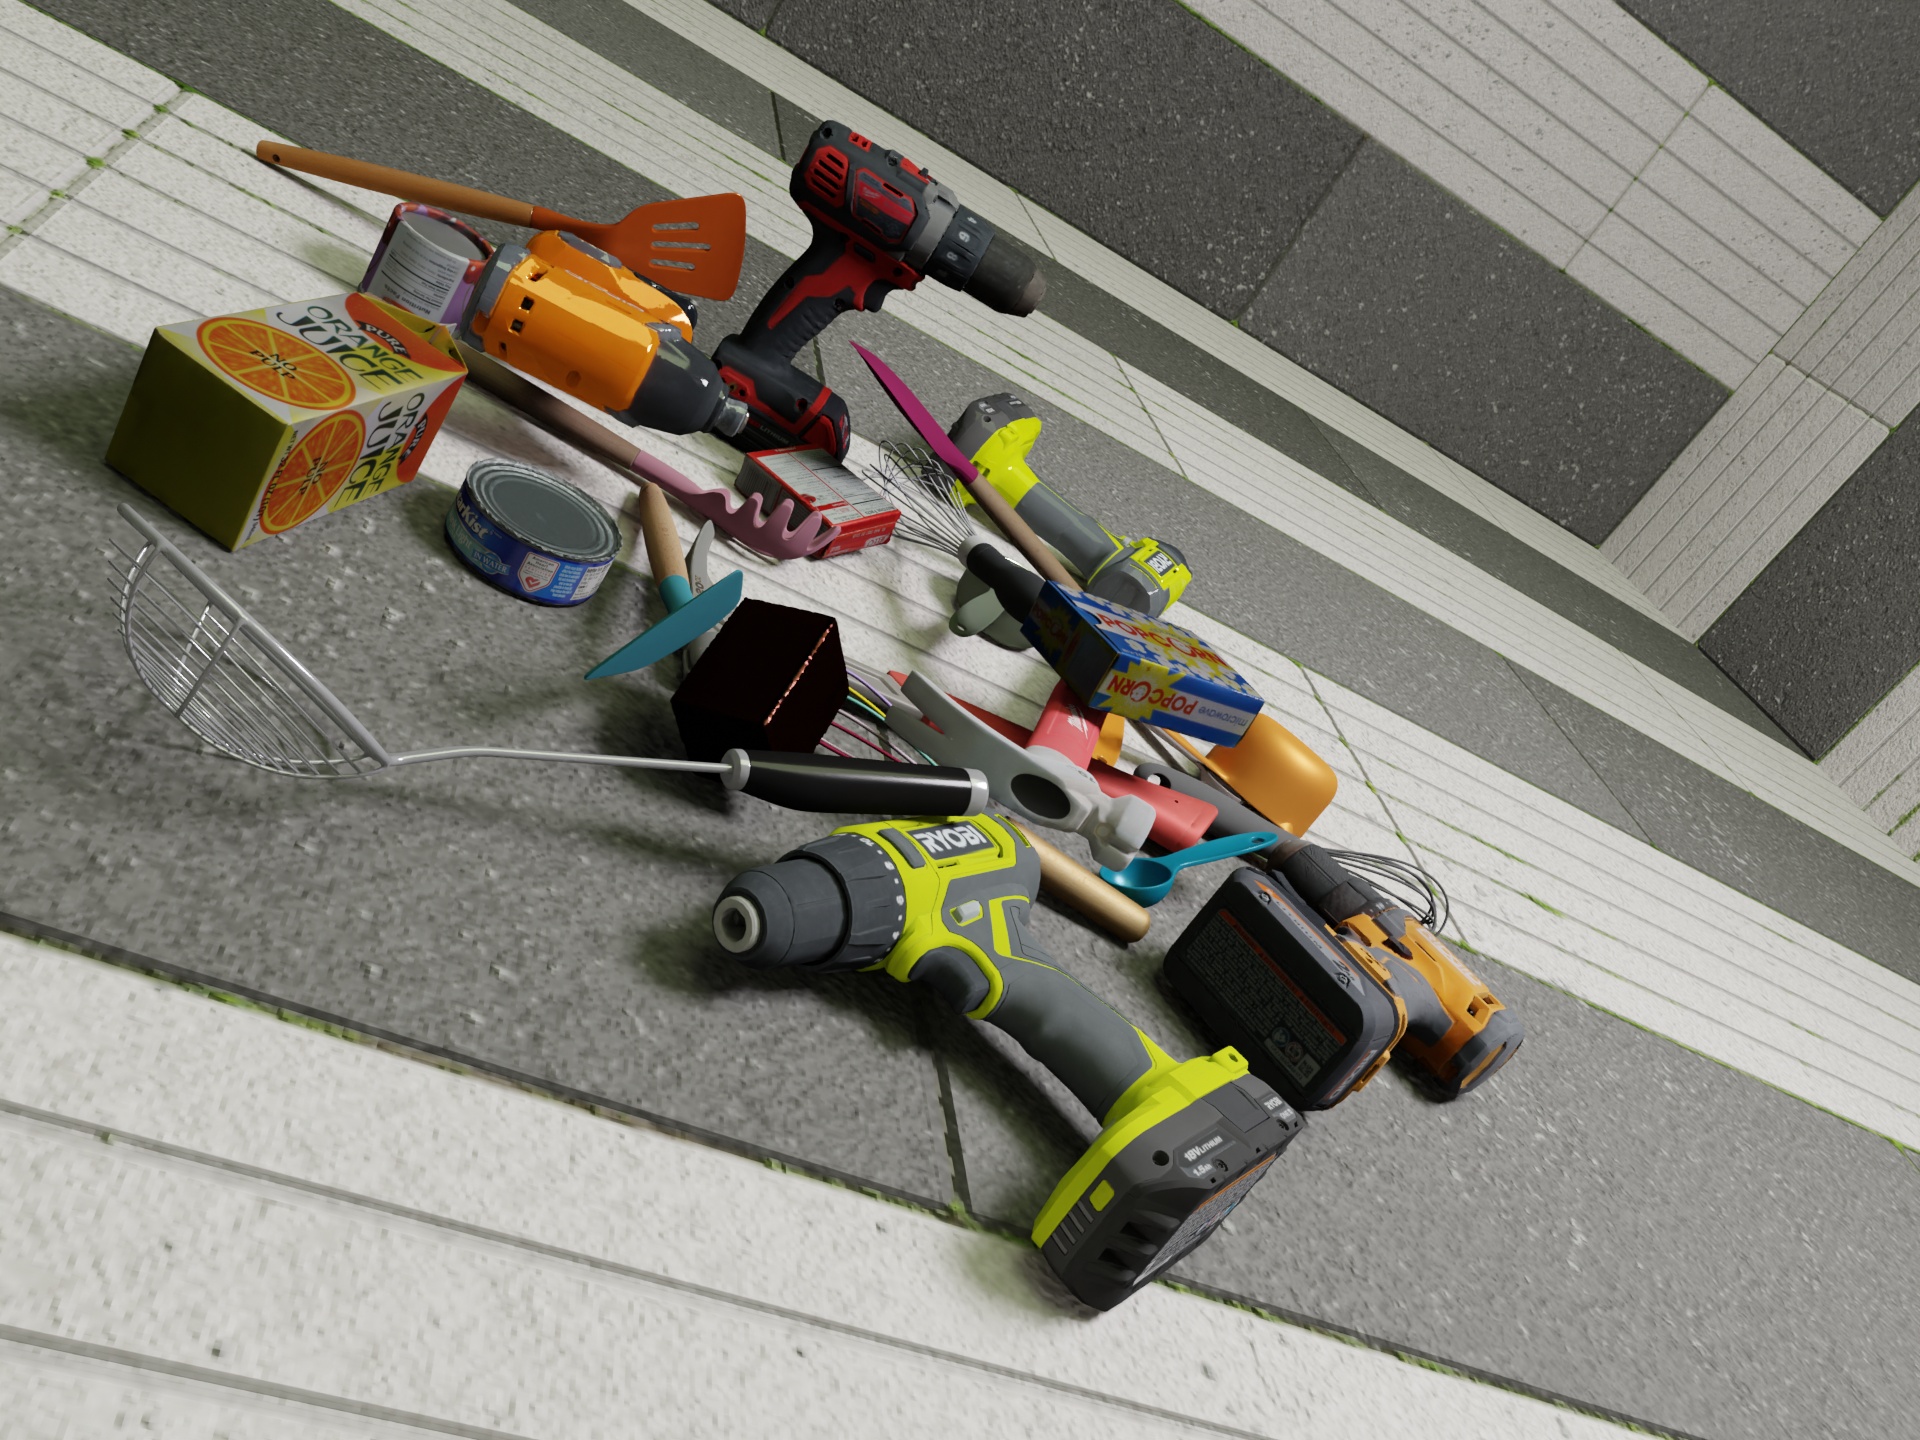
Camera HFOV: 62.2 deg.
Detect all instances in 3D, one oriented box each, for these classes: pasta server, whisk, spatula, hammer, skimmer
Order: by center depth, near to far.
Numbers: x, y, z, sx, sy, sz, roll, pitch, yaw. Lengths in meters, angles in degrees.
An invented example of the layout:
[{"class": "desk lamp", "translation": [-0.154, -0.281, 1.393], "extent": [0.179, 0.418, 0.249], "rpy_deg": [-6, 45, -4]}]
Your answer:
[{"class": "skimmer", "translation": [-0.144, -0.014, 0.644], "extent": [0.363, 0.090, 0.127], "rpy_deg": [7, 3, -29]}, {"class": "spatula", "translation": [-0.156, -0.086, 0.825], "extent": [0.044, 0.082, 0.318], "rpy_deg": [54, 2, -27]}, {"class": "whisk", "translation": [0.000, 0.051, 0.836], "extent": [0.245, 0.051, 0.047], "rpy_deg": [35, 22, -14]}, {"class": "hammer", "translation": [-0.001, -0.003, 0.935], "extent": [0.358, 0.036, 0.149], "rpy_deg": [24, 27, -23]}, {"class": "hammer", "translation": [0.061, -0.022, 0.961], "extent": [0.143, 0.038, 0.386], "rpy_deg": [32, 19, 1]}, {"class": "pasta server", "translation": [-0.220, -0.181, 0.977], "extent": [0.316, 0.040, 0.060], "rpy_deg": [30, 7, -9]}, {"class": "whisk", "translation": [0.219, 0.084, 1.049], "extent": [0.239, 0.055, 0.055], "rpy_deg": [27, 25, -10]}, {"class": "whisk", "translation": [-0.003, -0.122, 1.064], "extent": [0.070, 0.070, 0.285], "rpy_deg": [19, 17, -33]}, {"class": "spatula", "translation": [-0.307, -0.347, 1.066], "extent": [0.322, 0.081, 0.041], "rpy_deg": [14, 42, -2]}]

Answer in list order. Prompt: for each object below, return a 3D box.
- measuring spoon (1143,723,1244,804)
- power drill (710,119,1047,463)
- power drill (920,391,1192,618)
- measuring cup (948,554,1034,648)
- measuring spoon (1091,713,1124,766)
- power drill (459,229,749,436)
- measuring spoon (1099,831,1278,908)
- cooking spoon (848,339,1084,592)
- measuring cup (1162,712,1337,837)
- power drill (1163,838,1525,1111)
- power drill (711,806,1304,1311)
[{"class": "measuring spoon", "translation": [0.149, 0.024, 1.110], "extent": [0.124, 0.018, 0.034], "rpy_deg": [43, 12, 33]}, {"class": "power drill", "translation": [-0.067, -0.276, 1.114], "extent": [0.188, 0.226, 0.080], "rpy_deg": [30, 25, -11]}, {"class": "power drill", "translation": [0.089, -0.167, 1.309], "extent": [0.223, 0.080, 0.171], "rpy_deg": [41, 25, 5]}, {"class": "measuring cup", "translation": [0.017, -0.069, 1.080], "extent": [0.083, 0.038, 0.167], "rpy_deg": [38, 26, 6]}, {"class": "measuring spoon", "translation": [0.100, 0.009, 1.078], "extent": [0.021, 0.011, 0.117], "rpy_deg": [33, 28, -4]}, {"class": "power drill", "translation": [-0.211, -0.231, 0.972], "extent": [0.164, 0.084, 0.227], "rpy_deg": [25, 12, -18]}, {"class": "measuring spoon", "translation": [0.135, 0.087, 0.920], "extent": [0.128, 0.021, 0.042], "rpy_deg": [-12, 22, -32]}, {"class": "cooking spoon", "translation": [0.021, -0.157, 1.131], "extent": [0.318, 0.017, 0.069], "rpy_deg": [45, 7, -38]}, {"class": "measuring cup", "translation": [0.191, 0.015, 1.085], "extent": [0.173, 0.052, 0.095], "rpy_deg": [34, 12, -34]}, {"class": "power drill", "translation": [0.208, 0.134, 0.907], "extent": [0.226, 0.084, 0.186], "rpy_deg": [9, 32, -51]}, {"class": "power drill", "translation": [0.016, 0.128, 0.673], "extent": [0.229, 0.080, 0.190], "rpy_deg": [43, 24, 24]}]
